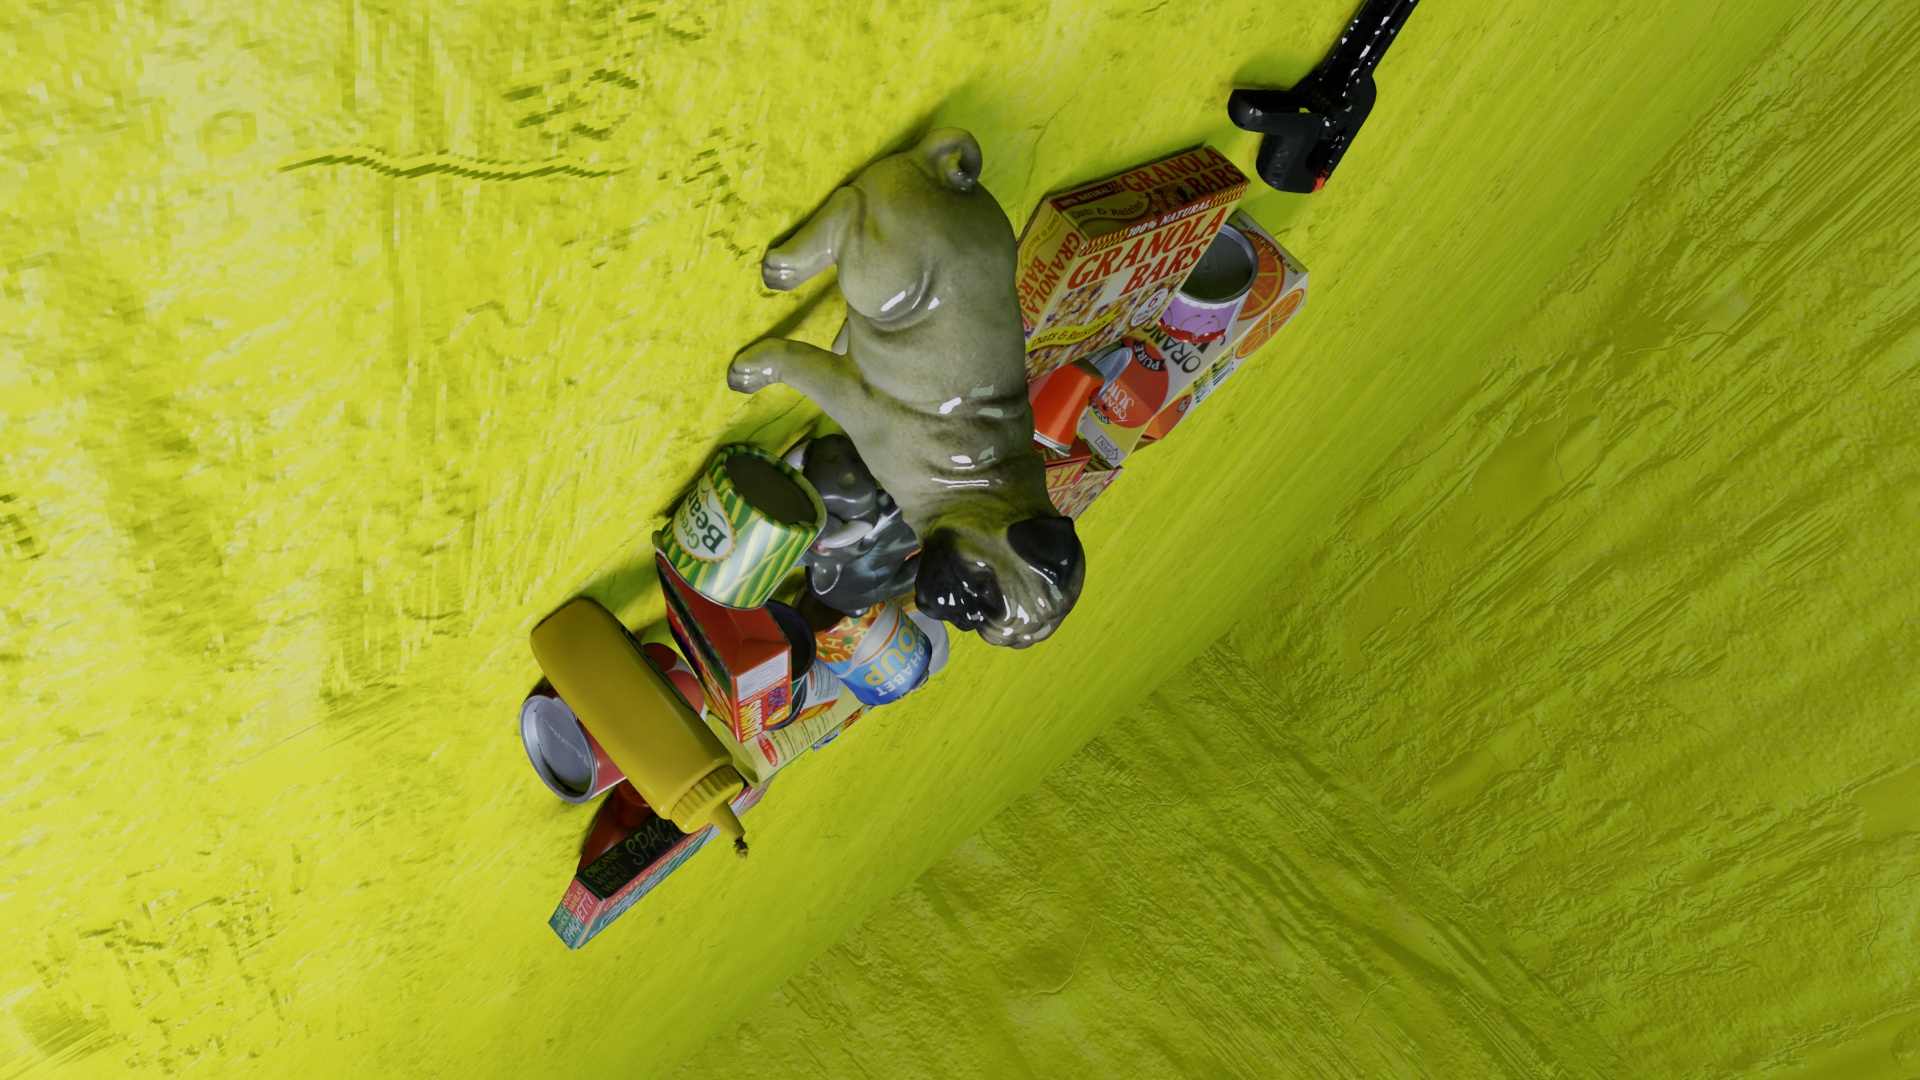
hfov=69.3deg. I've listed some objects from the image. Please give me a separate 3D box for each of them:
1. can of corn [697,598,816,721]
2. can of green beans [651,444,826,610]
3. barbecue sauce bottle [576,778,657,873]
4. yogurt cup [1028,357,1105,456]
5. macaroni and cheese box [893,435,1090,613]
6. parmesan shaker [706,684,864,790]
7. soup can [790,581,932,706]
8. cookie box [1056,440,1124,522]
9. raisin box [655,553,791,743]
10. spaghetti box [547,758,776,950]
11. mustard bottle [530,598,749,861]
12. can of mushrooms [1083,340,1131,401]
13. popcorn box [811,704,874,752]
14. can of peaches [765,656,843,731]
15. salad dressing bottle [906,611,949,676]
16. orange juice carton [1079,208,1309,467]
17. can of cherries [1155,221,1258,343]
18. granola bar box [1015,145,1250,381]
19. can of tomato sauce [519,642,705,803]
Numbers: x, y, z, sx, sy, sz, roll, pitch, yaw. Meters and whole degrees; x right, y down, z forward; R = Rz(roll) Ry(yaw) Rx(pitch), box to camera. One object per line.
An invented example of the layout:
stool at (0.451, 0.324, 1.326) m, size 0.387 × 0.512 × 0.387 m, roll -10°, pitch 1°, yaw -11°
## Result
can of corn at (-0.136, 0.080, 0.905) m, size 0.071 × 0.071 × 0.058 m, roll -30°, pitch 161°, yaw -40°
can of green beans at (-0.111, -0.007, 0.715) m, size 0.057 × 0.071 × 0.071 m, roll -50°, pitch 163°, yaw 24°
barbecue sauce bottle at (-0.248, 0.214, 1.038) m, size 0.065 × 0.044 × 0.147 m, roll -35°, pitch 163°, yaw -39°
yogurt cup at (0.057, -0.098, 0.899) m, size 0.053 × 0.072 × 0.072 m, roll -55°, pitch 162°, yaw 16°
macaroni and cheese box at (0.004, -0.012, 0.989) m, size 0.124 × 0.040 × 0.165 m, roll -11°, pitch 149°, yaw -35°
parmesan shaker at (-0.130, 0.131, 1.053) m, size 0.103 × 0.071 × 0.071 m, roll -36°, pitch 164°, yaw -25°
soup can at (-0.067, 0.064, 0.956) m, size 0.071 × 0.071 × 0.083 m, roll -41°, pitch 127°, yaw -3°
cookie box at (0.052, -0.011, 1.174) m, size 0.167 × 0.040 × 0.123 m, roll -48°, pitch 164°, yaw 22°
raisin box at (-0.134, 0.057, 0.797) m, size 0.040 × 0.086 × 0.123 m, roll -30°, pitch 162°, yaw -19°
spaghetti box at (-0.205, 0.213, 1.006) m, size 0.050 × 0.029 × 0.251 m, roll -58°, pitch 169°, yaw 23°
mustard bottle at (-0.157, 0.102, 0.720) m, size 0.049 × 0.160 × 0.065 m, roll -40°, pitch 166°, yaw -12°
can of mushrooms at (0.084, -0.119, 0.964) m, size 0.071 × 0.033 × 0.071 m, roll -39°, pitch 165°, yaw -13°
popcorn box at (-0.100, 0.123, 1.169) m, size 0.085 × 0.038 × 0.126 m, roll -37°, pitch 165°, yaw -20°
can of peaches at (-0.125, 0.097, 0.983) m, size 0.071 × 0.071 × 0.058 m, roll -47°, pitch 165°, yaw 18°
salad dressing bottle at (-0.040, 0.092, 1.202) m, size 0.044 × 0.064 × 0.147 m, roll -34°, pitch 172°, yaw -12°
orange juice carton at (0.160, -0.143, 1.018) m, size 0.192 × 0.072 × 0.073 m, roll -43°, pitch 165°, yaw 2°
can of cherries at (0.161, -0.177, 0.946) m, size 0.072 × 0.071 × 0.058 m, roll -38°, pitch 166°, yaw -15°
granola bar box at (0.087, -0.164, 0.833) m, size 0.166 × 0.039 × 0.123 m, roll -29°, pitch 160°, yaw -41°
can of tomato sauce at (-0.199, 0.102, 0.802) m, size 0.083 × 0.071 × 0.070 m, roll -27°, pitch 159°, yaw -47°
